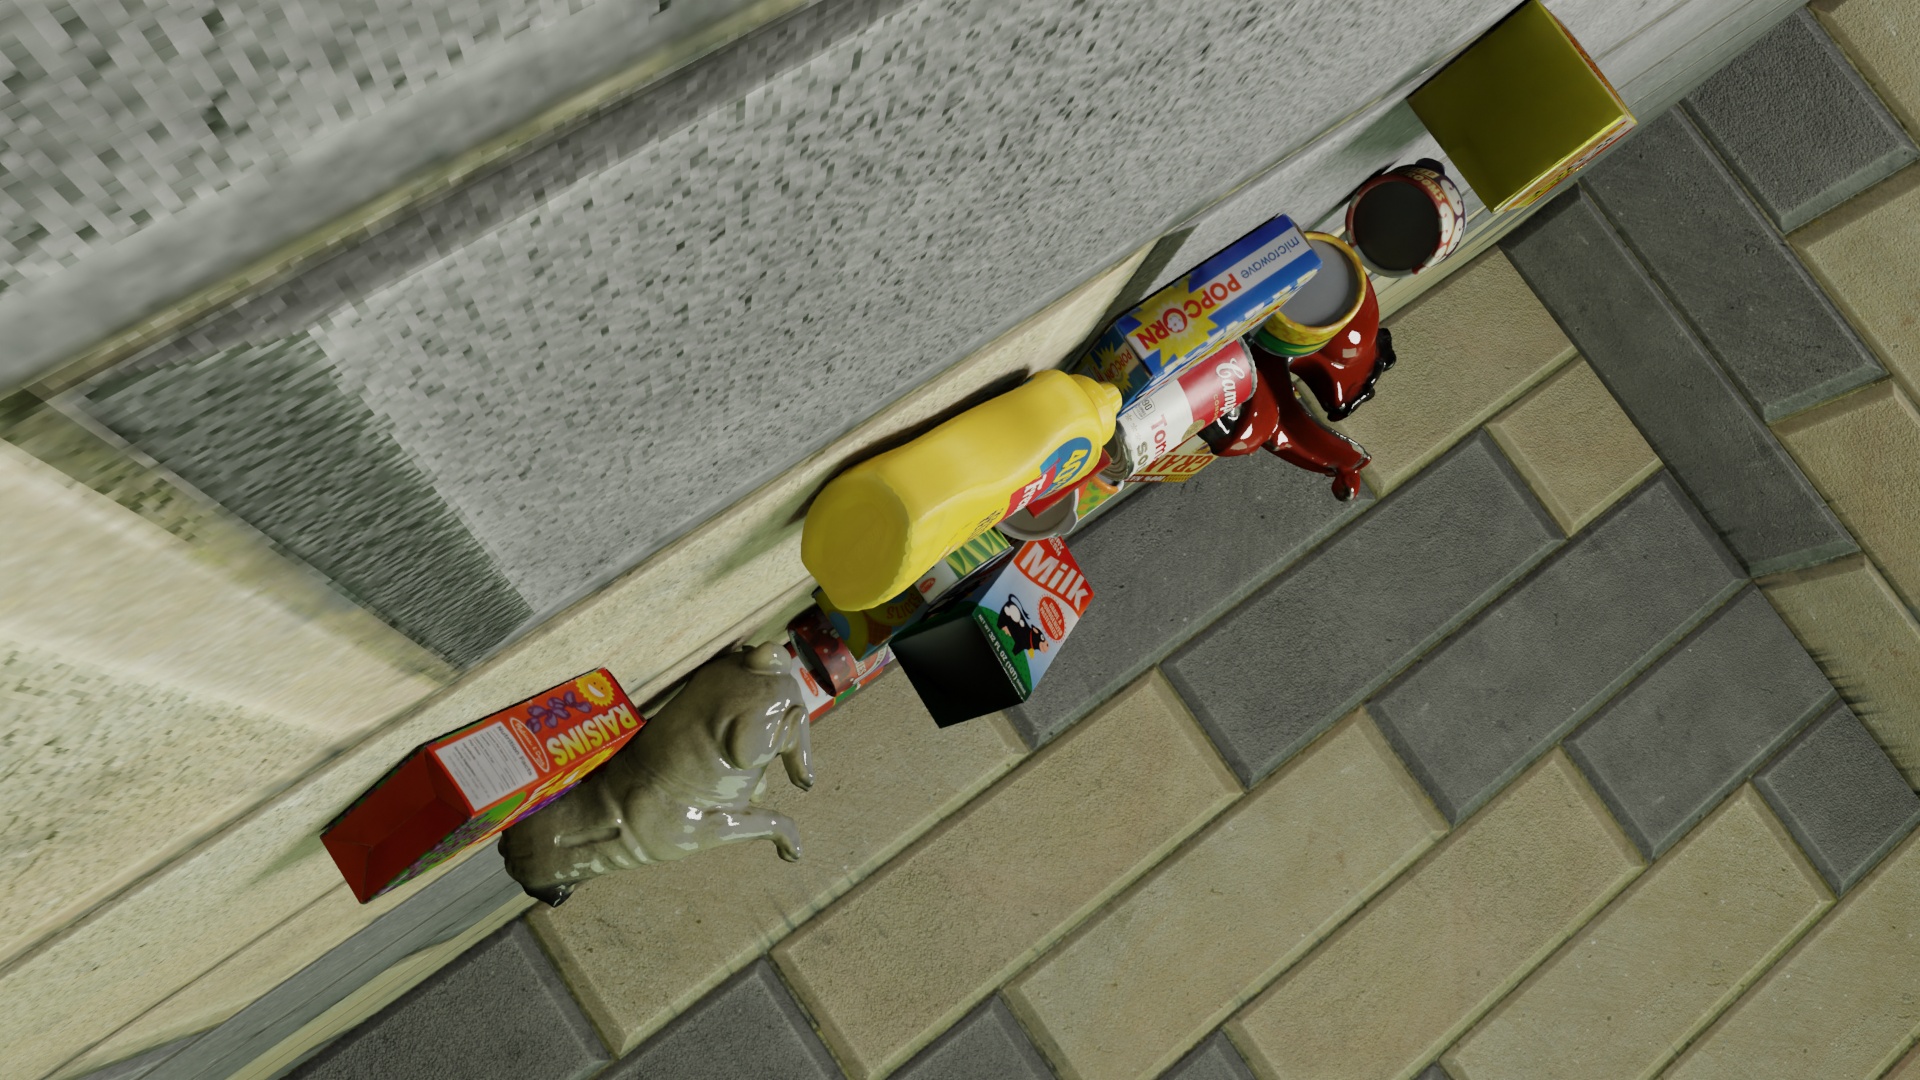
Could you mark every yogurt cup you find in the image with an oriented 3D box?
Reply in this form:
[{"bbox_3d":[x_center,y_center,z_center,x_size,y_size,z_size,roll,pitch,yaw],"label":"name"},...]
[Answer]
[{"bbox_3d":[0.049,-0.040,0.882,0.072,0.072,0.054,-38,-177,31],"label":"yogurt cup"}]

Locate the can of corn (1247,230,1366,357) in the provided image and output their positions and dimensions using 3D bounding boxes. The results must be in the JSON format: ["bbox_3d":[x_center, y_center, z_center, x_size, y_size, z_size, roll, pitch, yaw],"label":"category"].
[{"bbox_3d":[0.217,-0.154,0.872,0.071,0.071,0.058,-35,175,-5],"label":"can of corn"}]

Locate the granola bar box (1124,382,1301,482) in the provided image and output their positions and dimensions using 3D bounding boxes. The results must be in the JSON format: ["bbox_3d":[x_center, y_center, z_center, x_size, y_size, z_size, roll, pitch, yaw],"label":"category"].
[{"bbox_3d":[0.159,-0.091,1.030,0.123,0.039,0.166,-39,158,34],"label":"granola bar box"}]

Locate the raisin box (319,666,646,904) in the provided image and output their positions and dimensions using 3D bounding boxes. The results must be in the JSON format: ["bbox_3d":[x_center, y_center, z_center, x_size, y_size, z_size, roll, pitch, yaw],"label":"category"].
[{"bbox_3d":[-0.216,0.110,0.642,0.086,0.040,0.124,-38,175,24],"label":"raisin box"}]

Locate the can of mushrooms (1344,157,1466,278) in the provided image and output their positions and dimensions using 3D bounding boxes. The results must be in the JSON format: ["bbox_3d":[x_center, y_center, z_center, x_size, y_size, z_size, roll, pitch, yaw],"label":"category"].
[{"bbox_3d":[0.275,-0.200,0.861,0.033,0.071,0.070,-29,173,-42],"label":"can of mushrooms"}]

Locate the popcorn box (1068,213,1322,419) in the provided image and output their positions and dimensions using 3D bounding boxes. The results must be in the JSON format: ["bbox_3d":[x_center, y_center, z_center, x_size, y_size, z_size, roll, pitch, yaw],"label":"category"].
[{"bbox_3d":[0.129,-0.121,0.769,0.127,0.038,0.085,-34,177,-17],"label":"popcorn box"}]

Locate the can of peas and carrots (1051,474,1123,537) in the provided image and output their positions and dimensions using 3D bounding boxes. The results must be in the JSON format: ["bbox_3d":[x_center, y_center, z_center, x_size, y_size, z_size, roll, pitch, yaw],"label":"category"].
[{"bbox_3d":[0.068,-0.046,0.949,0.058,0.071,0.071,-38,175,26],"label":"can of peas and carrots"}]

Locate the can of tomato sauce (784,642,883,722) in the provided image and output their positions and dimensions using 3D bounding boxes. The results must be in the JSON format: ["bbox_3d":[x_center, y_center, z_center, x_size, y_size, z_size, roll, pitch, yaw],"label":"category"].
[{"bbox_3d":[-0.119,0.108,1.188,0.083,0.071,0.071,-34,175,-26],"label":"can of tomato sauce"}]

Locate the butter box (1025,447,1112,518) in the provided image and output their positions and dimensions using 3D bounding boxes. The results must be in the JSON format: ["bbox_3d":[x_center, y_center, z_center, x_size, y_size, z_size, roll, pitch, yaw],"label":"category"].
[{"bbox_3d":[0.048,-0.048,0.792,0.053,0.024,0.104,-36,-162,2],"label":"butter box"}]

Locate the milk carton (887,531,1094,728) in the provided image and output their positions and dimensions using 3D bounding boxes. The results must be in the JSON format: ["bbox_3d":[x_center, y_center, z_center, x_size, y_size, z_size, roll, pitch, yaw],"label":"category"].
[{"bbox_3d":[0.032,0.044,0.970,0.073,0.072,0.191,-22,-166,32],"label":"milk carton"}]

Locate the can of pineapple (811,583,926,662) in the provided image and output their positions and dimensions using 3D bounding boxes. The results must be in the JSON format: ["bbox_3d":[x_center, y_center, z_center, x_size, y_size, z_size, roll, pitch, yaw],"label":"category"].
[{"bbox_3d":[-0.060,0.043,0.973,0.071,0.058,0.071,-35,175,-3],"label":"can of pineapple"}]

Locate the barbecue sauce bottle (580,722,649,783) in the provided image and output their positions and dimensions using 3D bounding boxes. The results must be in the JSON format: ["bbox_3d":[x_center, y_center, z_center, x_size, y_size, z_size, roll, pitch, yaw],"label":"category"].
[{"bbox_3d":[-0.229,0.158,1.034,0.149,0.043,0.064,-30,173,-41],"label":"barbecue sauce bottle"}]

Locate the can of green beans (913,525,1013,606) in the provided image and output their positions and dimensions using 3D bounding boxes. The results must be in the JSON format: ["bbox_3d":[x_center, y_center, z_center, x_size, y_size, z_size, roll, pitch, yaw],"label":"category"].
[{"bbox_3d":[-0.010,0.001,0.895,0.071,0.058,0.071,-35,175,-3],"label":"can of green beans"}]

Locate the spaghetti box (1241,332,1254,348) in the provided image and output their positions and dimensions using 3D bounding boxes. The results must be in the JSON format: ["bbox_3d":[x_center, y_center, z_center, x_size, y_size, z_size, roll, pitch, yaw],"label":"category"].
[{"bbox_3d":[0.219,-0.154,1.159,0.251,0.029,0.050,-31,173,-45],"label":"spaghetti box"}]

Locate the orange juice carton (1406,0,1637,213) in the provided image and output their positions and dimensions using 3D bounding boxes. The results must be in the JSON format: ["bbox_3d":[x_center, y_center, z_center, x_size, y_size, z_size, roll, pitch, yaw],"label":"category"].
[{"bbox_3d":[0.302,-0.225,0.733,0.072,0.072,0.193,-38,175,31],"label":"orange juice carton"}]

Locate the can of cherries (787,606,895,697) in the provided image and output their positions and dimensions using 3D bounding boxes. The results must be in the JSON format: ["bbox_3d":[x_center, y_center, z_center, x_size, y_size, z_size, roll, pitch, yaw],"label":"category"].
[{"bbox_3d":[-0.089,0.078,1.058,0.058,0.071,0.071,-32,175,-20],"label":"can of cherries"}]
